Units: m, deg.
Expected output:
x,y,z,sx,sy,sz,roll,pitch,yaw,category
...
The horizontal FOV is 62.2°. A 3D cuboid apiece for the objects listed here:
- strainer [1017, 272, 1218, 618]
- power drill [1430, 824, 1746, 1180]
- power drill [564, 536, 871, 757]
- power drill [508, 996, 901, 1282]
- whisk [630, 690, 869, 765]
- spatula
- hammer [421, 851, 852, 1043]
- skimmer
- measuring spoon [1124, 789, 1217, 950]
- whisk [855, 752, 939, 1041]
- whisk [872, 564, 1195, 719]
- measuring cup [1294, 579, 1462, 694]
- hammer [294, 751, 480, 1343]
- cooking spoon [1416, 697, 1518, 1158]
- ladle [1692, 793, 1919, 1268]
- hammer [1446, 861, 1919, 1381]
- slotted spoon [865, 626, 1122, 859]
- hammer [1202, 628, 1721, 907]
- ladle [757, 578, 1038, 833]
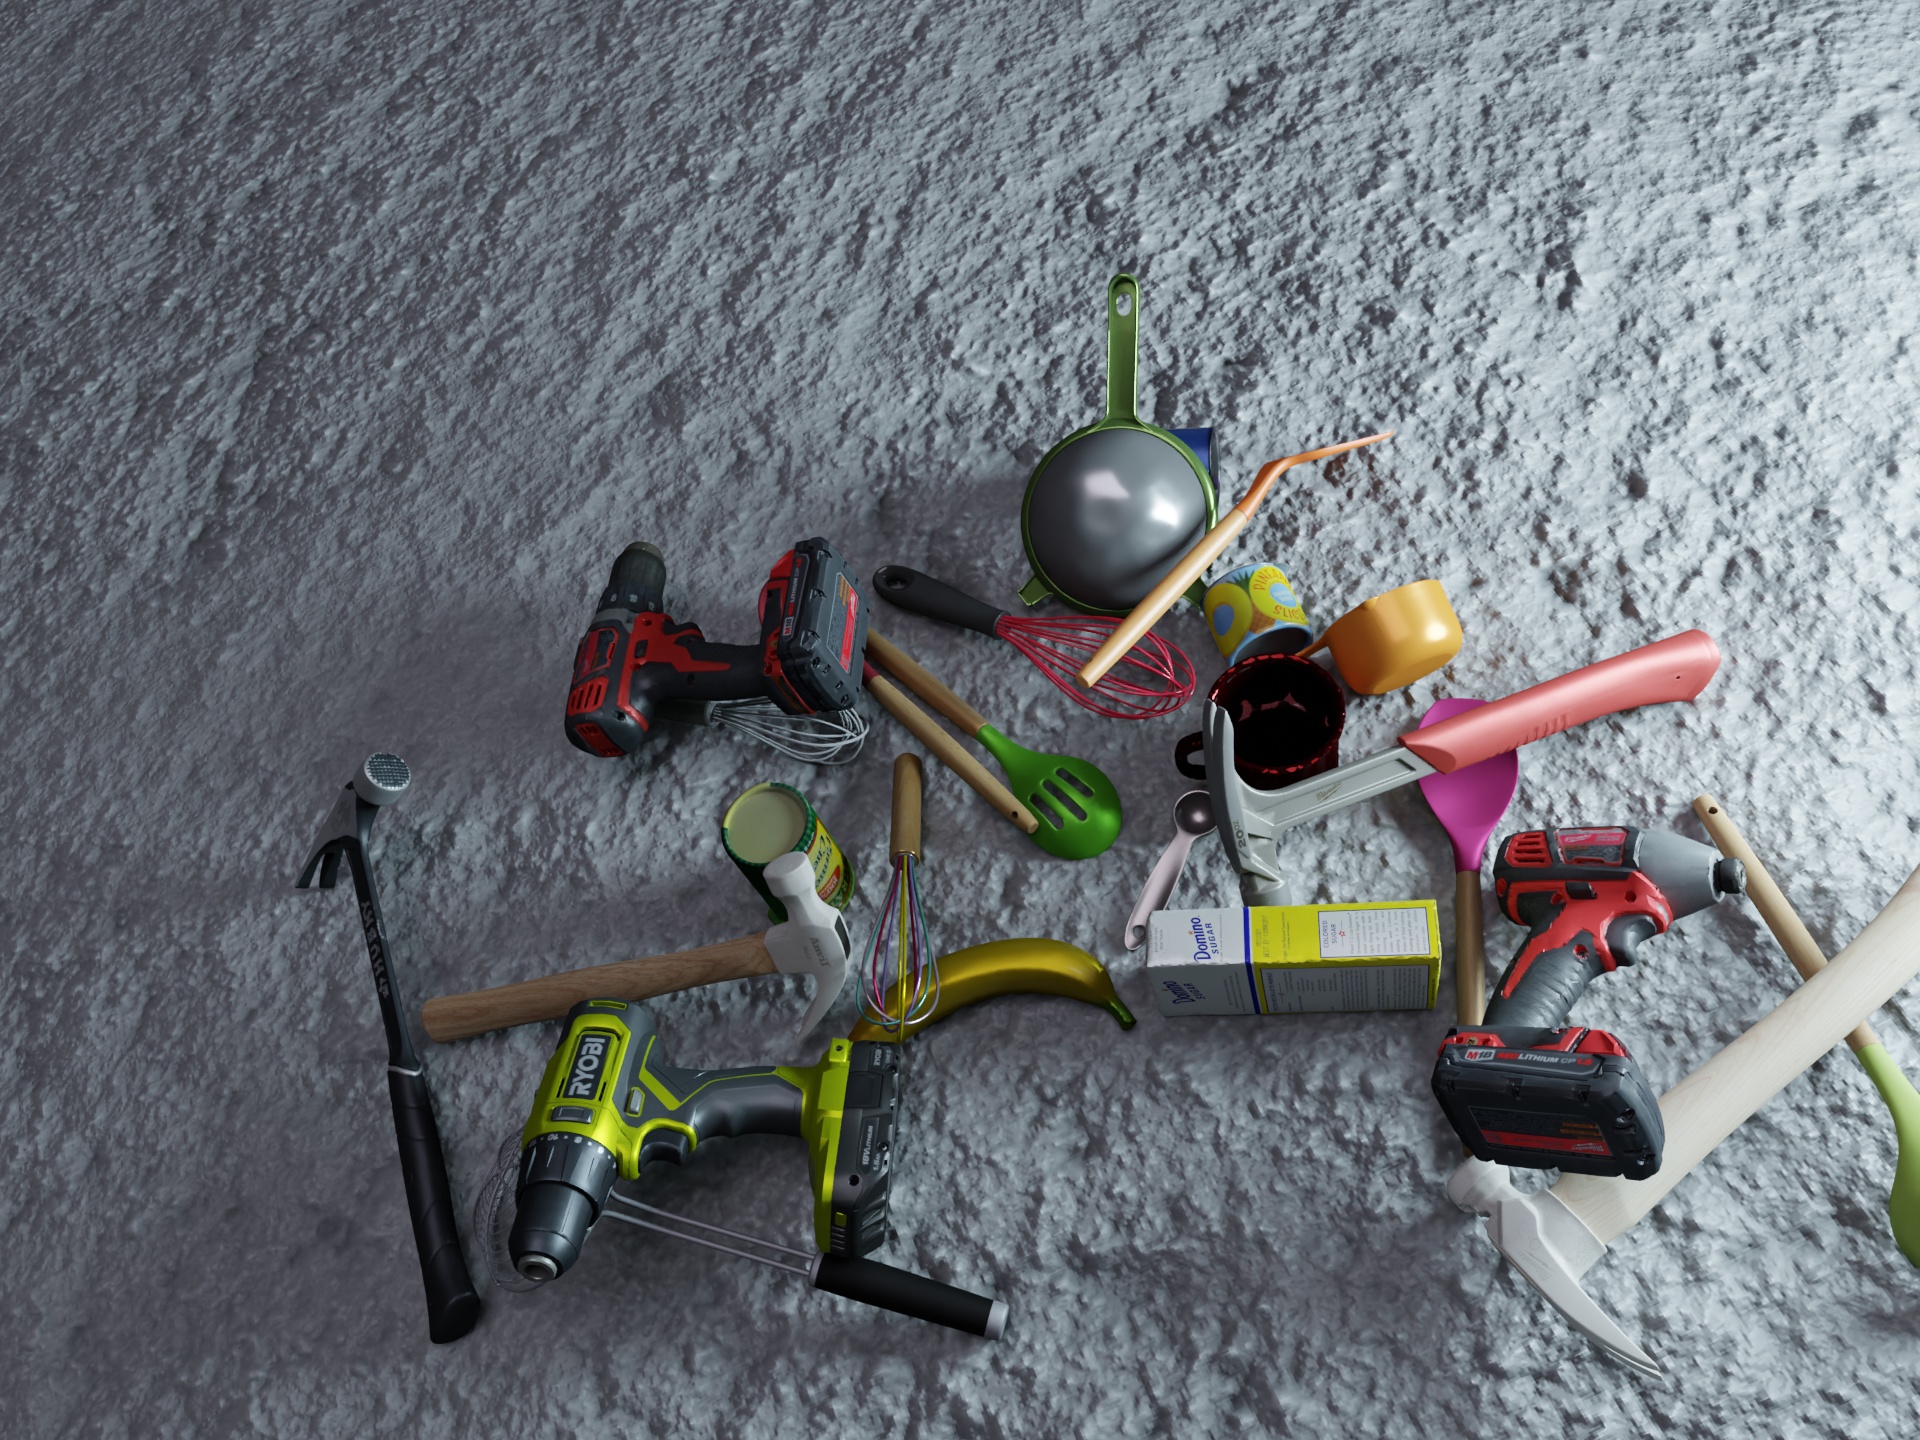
x,y,z,sx,sy,sz,roll,pitch,yaw,category
0.113,-0.202,1.170,0.151,0.069,0.256,3,97,16,strainer
0.368,0.150,0.927,0.143,0.078,0.220,-6,39,41,power drill
-0.187,-0.072,1.203,0.227,0.080,0.188,-10,53,20,power drill
-0.157,0.265,0.983,0.228,0.080,0.191,5,37,0,power drill
-0.183,-0.007,1.229,0.246,0.057,0.059,9,29,23,whisk
0.192,-0.125,1.148,0.323,0.041,0.081,-45,20,-23,spatula
-0.228,0.183,1.101,0.331,0.130,0.031,-14,24,18,hammer
-0.146,0.339,1.022,0.363,0.090,0.127,13,62,10,skimmer
0.145,0.105,1.094,0.034,0.018,0.124,23,75,26,measuring spoon
-0.041,0.116,1.095,0.051,0.047,0.245,-17,41,16,whisk
0.047,-0.065,1.194,0.296,0.073,0.073,23,68,32,whisk
0.267,-0.034,1.113,0.173,0.095,0.052,-31,72,21,measuring cup
-0.400,0.231,1.124,0.149,0.036,0.409,-42,58,34,hammer
0.329,0.124,1.029,0.069,0.017,0.319,3,61,11,cooking spoon
0.521,0.177,0.942,0.078,0.062,0.321,-22,50,6,ladle
0.478,0.185,0.899,0.410,0.038,0.146,-40,47,-2,hammer
-0.002,-0.004,1.187,0.070,0.031,0.314,-47,58,-6,slotted spoon
0.329,0.002,1.031,0.359,0.149,0.037,-20,21,-11,hammer
-0.049,-0.015,1.191,0.316,0.031,0.069,42,112,32,ladle
